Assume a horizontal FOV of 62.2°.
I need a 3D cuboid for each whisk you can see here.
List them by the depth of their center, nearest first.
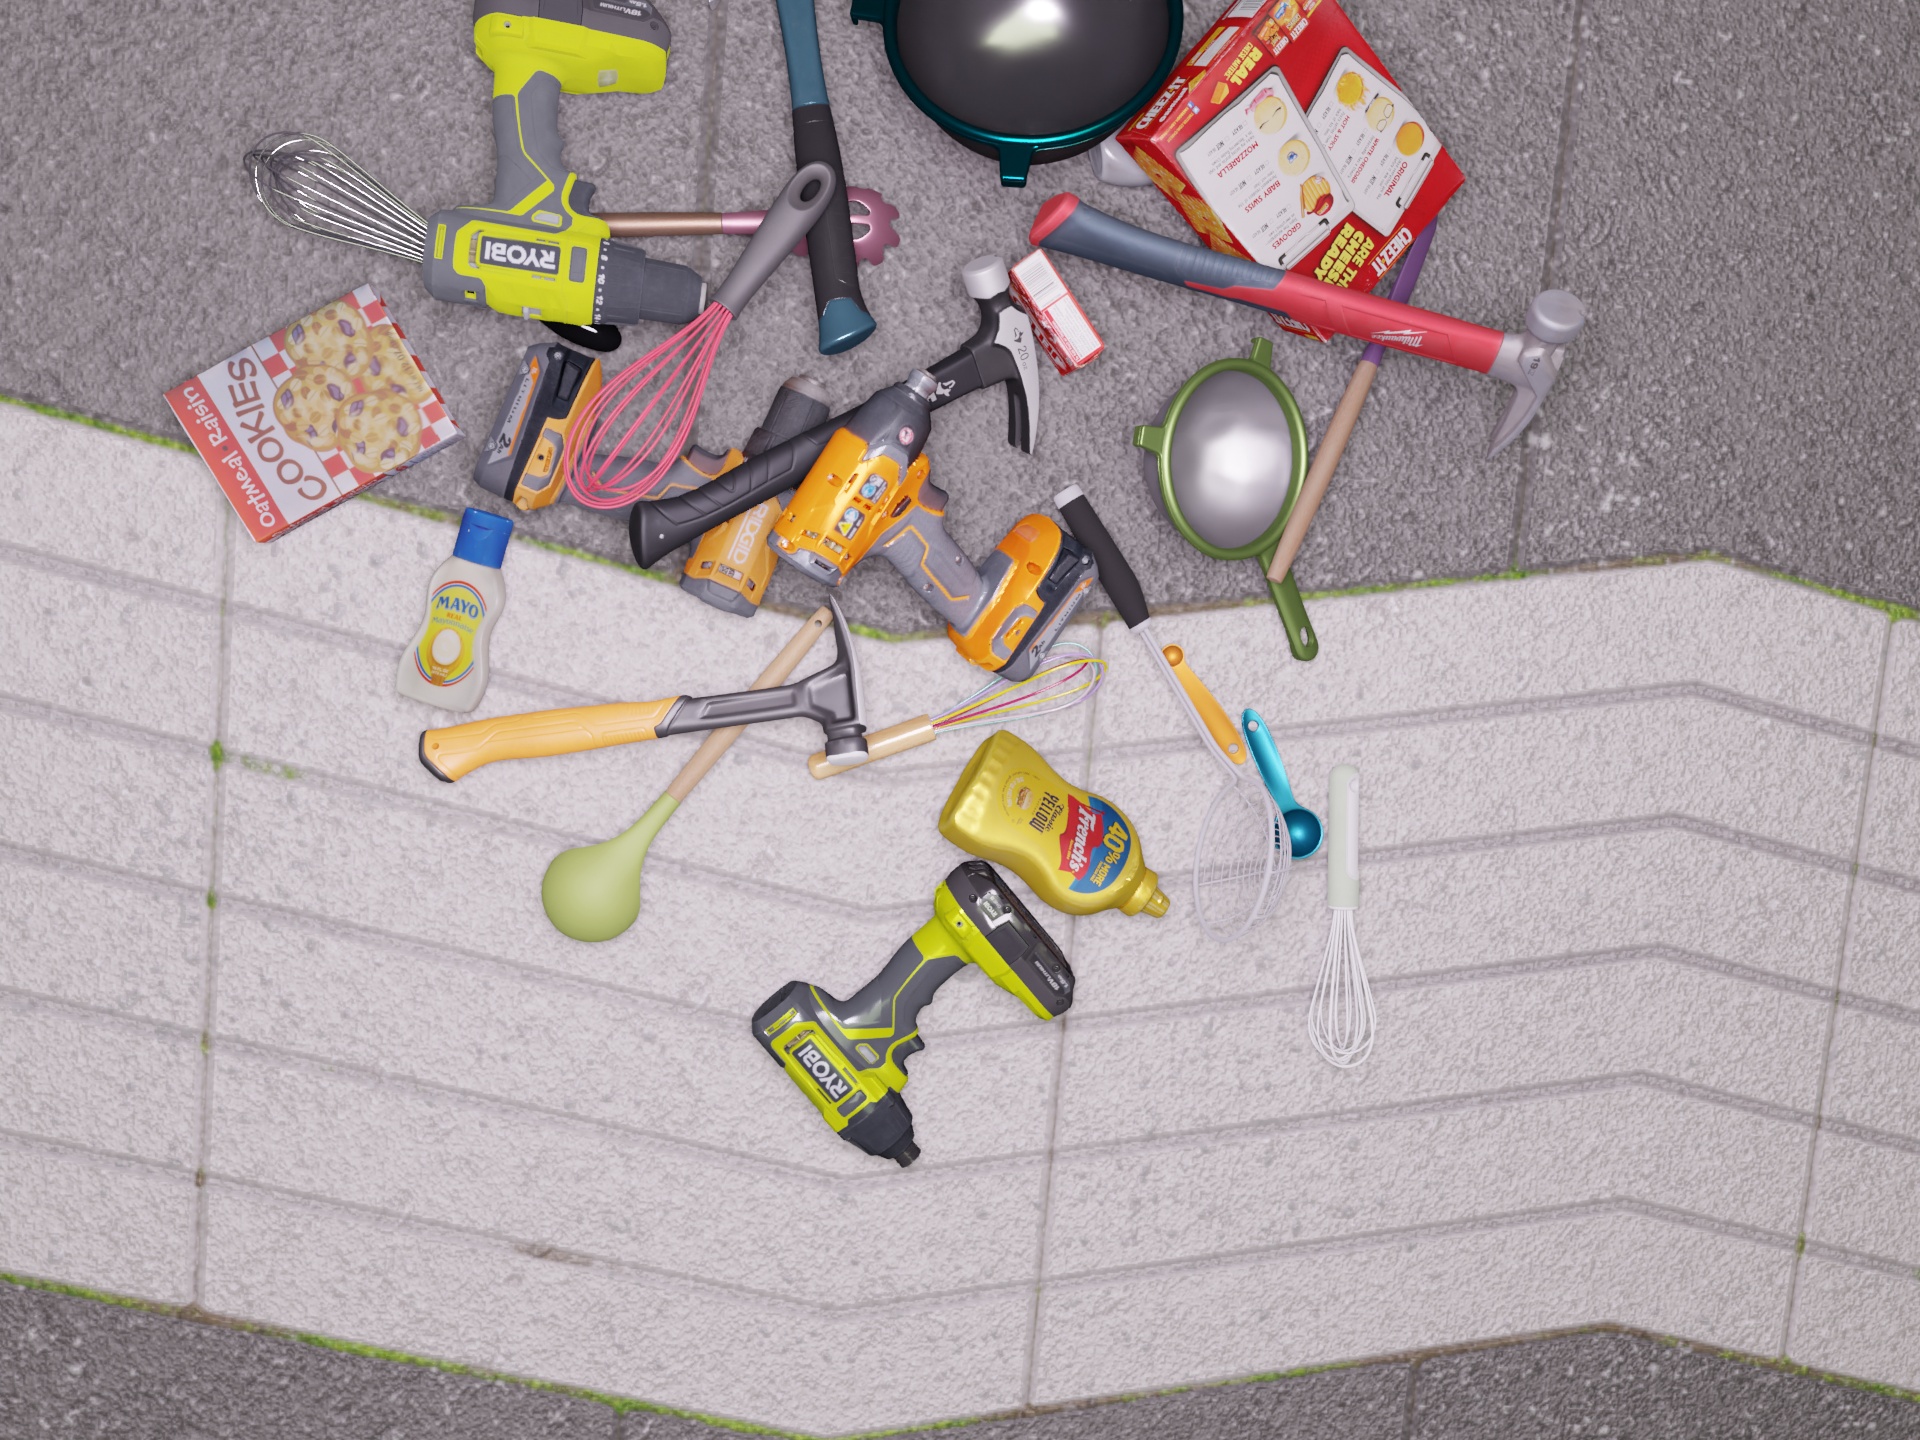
[{"bbox_3d":[-0.177,-0.271,1.105,0.073,0.073,0.296,36,84,-9],"label":"whisk"},{"bbox_3d":[-0.378,-0.341,1.155,0.284,0.070,0.070,26,93,-13],"label":"whisk"},{"bbox_3d":[-0.002,-0.005,1.235,0.245,0.047,0.051,-19,95,0],"label":"whisk"},{"bbox_3d":[0.309,0.158,1.284,0.057,0.059,0.246,-2,93,-44],"label":"whisk"}]

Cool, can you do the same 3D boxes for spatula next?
[{"bbox_3d":[0.303,-0.250,1.218,0.018,0.059,0.316,23,87,19],"label":"spatula"}]

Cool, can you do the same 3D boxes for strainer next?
[{"bbox_3d":[0.102,-0.519,1.161,0.340,0.095,0.211,-37,76,-9],"label":"strainer"},{"bbox_3d":[0.212,-0.156,1.236,0.151,0.069,0.256,-40,118,-24],"label":"strainer"}]

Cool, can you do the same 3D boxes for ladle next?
[{"bbox_3d":[-0.204,0.038,1.225,0.078,0.062,0.320,40,84,-7],"label":"ladle"}]

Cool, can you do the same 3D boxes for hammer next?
[{"bbox_3d":[-0.088,-0.199,1.150,0.335,0.035,0.146,-31,124,-14],"label":"hammer"},{"bbox_3d":[-0.105,-0.430,1.153,0.128,0.033,0.331,-8,86,-2],"label":"hammer"},{"bbox_3d":[0.236,-0.297,1.155,0.386,0.143,0.038,18,59,6],"label":"hammer"},{"bbox_3d":[-0.240,-0.008,1.194,0.337,0.034,0.127,-9,75,3],"label":"hammer"}]

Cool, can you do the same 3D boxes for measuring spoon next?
[{"bbox_3d":[0.195,-0.013,1.271,0.021,0.011,0.117,-34,102,7],"label":"measuring spoon"},{"bbox_3d":[0.253,0.050,1.283,0.042,0.021,0.128,-22,89,-5],"label":"measuring spoon"}]

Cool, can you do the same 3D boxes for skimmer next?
[{"bbox_3d":[0.147,-0.007,1.224,0.090,0.127,0.363,-30,91,-20],"label":"skimmer"}]

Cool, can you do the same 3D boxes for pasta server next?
[{"bbox_3d":[-0.203,-0.368,1.183,0.316,0.040,0.060,-2,97,-2],"label":"pasta server"}]

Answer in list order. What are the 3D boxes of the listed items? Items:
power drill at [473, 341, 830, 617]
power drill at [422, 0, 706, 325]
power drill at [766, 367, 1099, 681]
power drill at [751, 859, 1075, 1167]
[{"bbox_3d":[-0.218,-0.201,1.173,0.226,0.084,0.185,24,93,-12],"label":"power drill"},{"bbox_3d":[-0.268,-0.392,1.125,0.190,0.080,0.228,6,86,-13],"label":"power drill"},{"bbox_3d":[-0.009,-0.140,1.154,0.226,0.084,0.164,29,98,-34],"label":"power drill"},{"bbox_3d":[-0.027,0.231,1.243,0.223,0.080,0.171,-39,98,3],"label":"power drill"}]
